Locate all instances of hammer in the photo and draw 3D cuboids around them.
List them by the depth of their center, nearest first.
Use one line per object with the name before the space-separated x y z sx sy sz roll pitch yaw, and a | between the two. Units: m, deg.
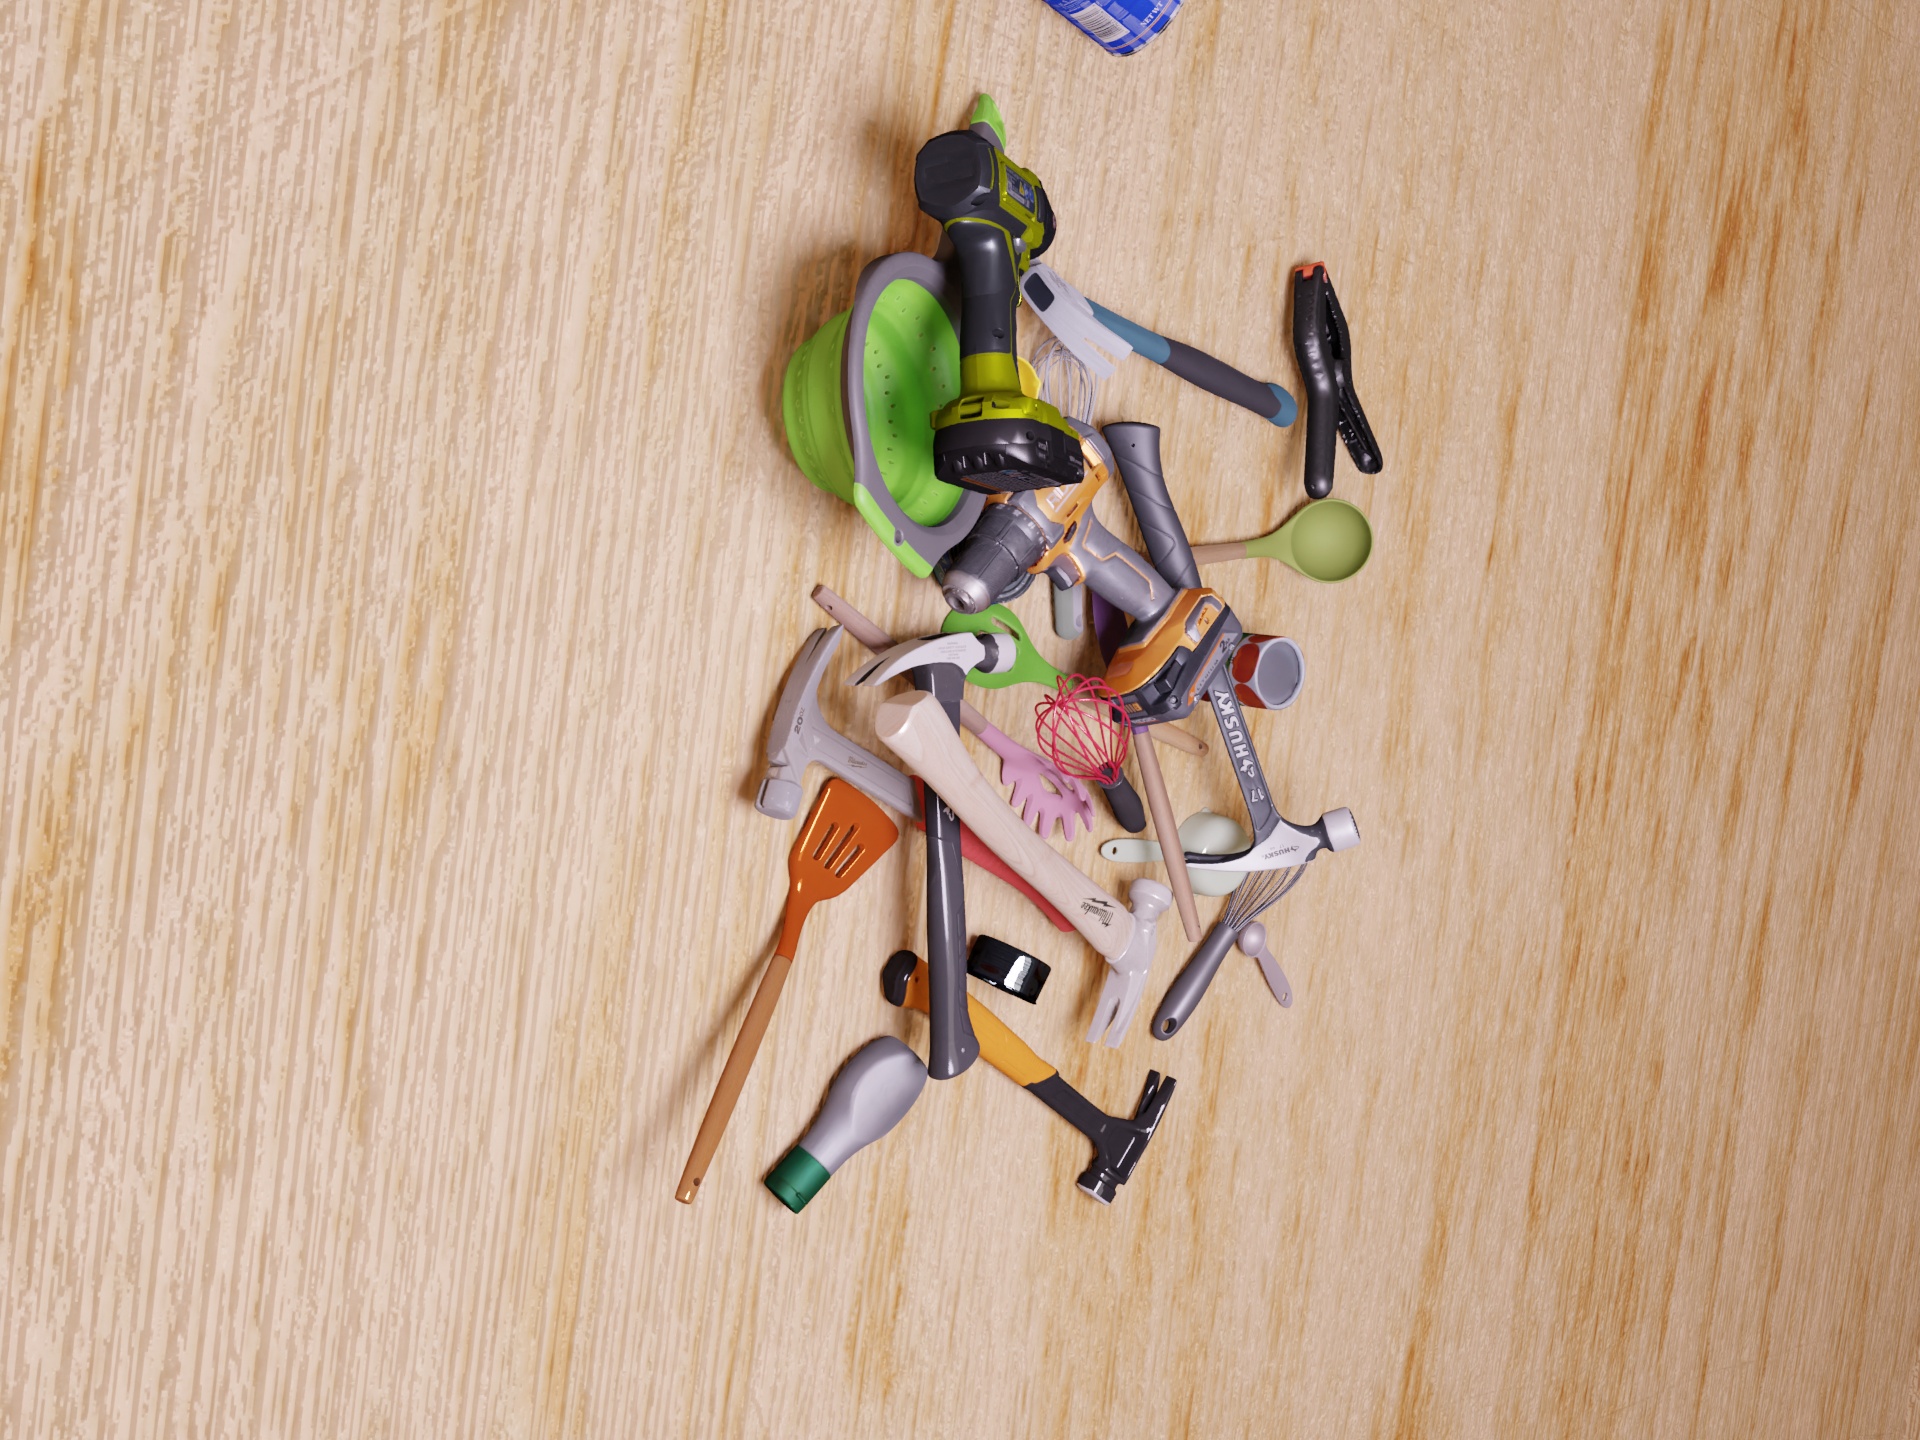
hammer | -0.016 0.102 1.189 0.146 0.035 0.335 -6 97 -43
hammer | 0.050 0.111 1.208 0.410 0.038 0.146 46 58 -45
hammer | -0.007 0.071 1.249 0.358 0.037 0.149 34 64 -38
hammer | 0.172 -0.303 1.311 0.330 0.128 0.033 11 133 -44
hammer | 0.201 -0.058 1.334 0.149 0.036 0.408 -19 102 13
hammer | 0.056 0.282 1.335 0.336 0.034 0.127 43 72 -33

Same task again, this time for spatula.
spatula | -0.132 0.193 1.147 0.081 0.041 0.323 44 52 -33
spatula | 0.158 0.035 1.342 0.060 0.018 0.316 -21 96 -57

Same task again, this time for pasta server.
pasta server | -0.002 -0.004 1.249 0.316 0.060 0.040 40 39 -31

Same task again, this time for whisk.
whisk | 0.115 0.036 1.263 0.073 0.073 0.295 -62 156 -12
whisk | 0.086 -0.186 1.285 0.058 0.059 0.246 -31 121 -60
whisk | 0.247 0.195 1.461 0.055 0.055 0.239 45 75 -32

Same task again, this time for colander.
colander | -0.044 -0.292 1.152 0.204 0.094 0.397 47 49 -52

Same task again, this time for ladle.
ladle | 0.236 -0.147 1.396 0.320 0.062 0.078 -10 100 -33

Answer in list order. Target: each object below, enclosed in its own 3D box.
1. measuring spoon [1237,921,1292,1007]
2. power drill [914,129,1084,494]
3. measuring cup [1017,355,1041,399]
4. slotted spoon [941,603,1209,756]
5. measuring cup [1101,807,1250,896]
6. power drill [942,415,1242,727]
measuring spoon | 0.291 0.235 1.520 0.034 0.018 0.124 -49 129 -23
power drill | 0.032 -0.277 1.114 0.171 0.080 0.223 -2 88 -66
measuring cup | 0.036 -0.214 1.260 0.062 0.029 0.156 -21 120 -24
slotted spoon | 0.108 -0.023 1.336 0.313 0.031 0.070 24 75 -38
measuring cup | 0.195 0.119 1.412 0.167 0.038 0.083 5 93 -39
power drill | 0.097 -0.094 1.219 0.226 0.084 0.185 48 60 -19
